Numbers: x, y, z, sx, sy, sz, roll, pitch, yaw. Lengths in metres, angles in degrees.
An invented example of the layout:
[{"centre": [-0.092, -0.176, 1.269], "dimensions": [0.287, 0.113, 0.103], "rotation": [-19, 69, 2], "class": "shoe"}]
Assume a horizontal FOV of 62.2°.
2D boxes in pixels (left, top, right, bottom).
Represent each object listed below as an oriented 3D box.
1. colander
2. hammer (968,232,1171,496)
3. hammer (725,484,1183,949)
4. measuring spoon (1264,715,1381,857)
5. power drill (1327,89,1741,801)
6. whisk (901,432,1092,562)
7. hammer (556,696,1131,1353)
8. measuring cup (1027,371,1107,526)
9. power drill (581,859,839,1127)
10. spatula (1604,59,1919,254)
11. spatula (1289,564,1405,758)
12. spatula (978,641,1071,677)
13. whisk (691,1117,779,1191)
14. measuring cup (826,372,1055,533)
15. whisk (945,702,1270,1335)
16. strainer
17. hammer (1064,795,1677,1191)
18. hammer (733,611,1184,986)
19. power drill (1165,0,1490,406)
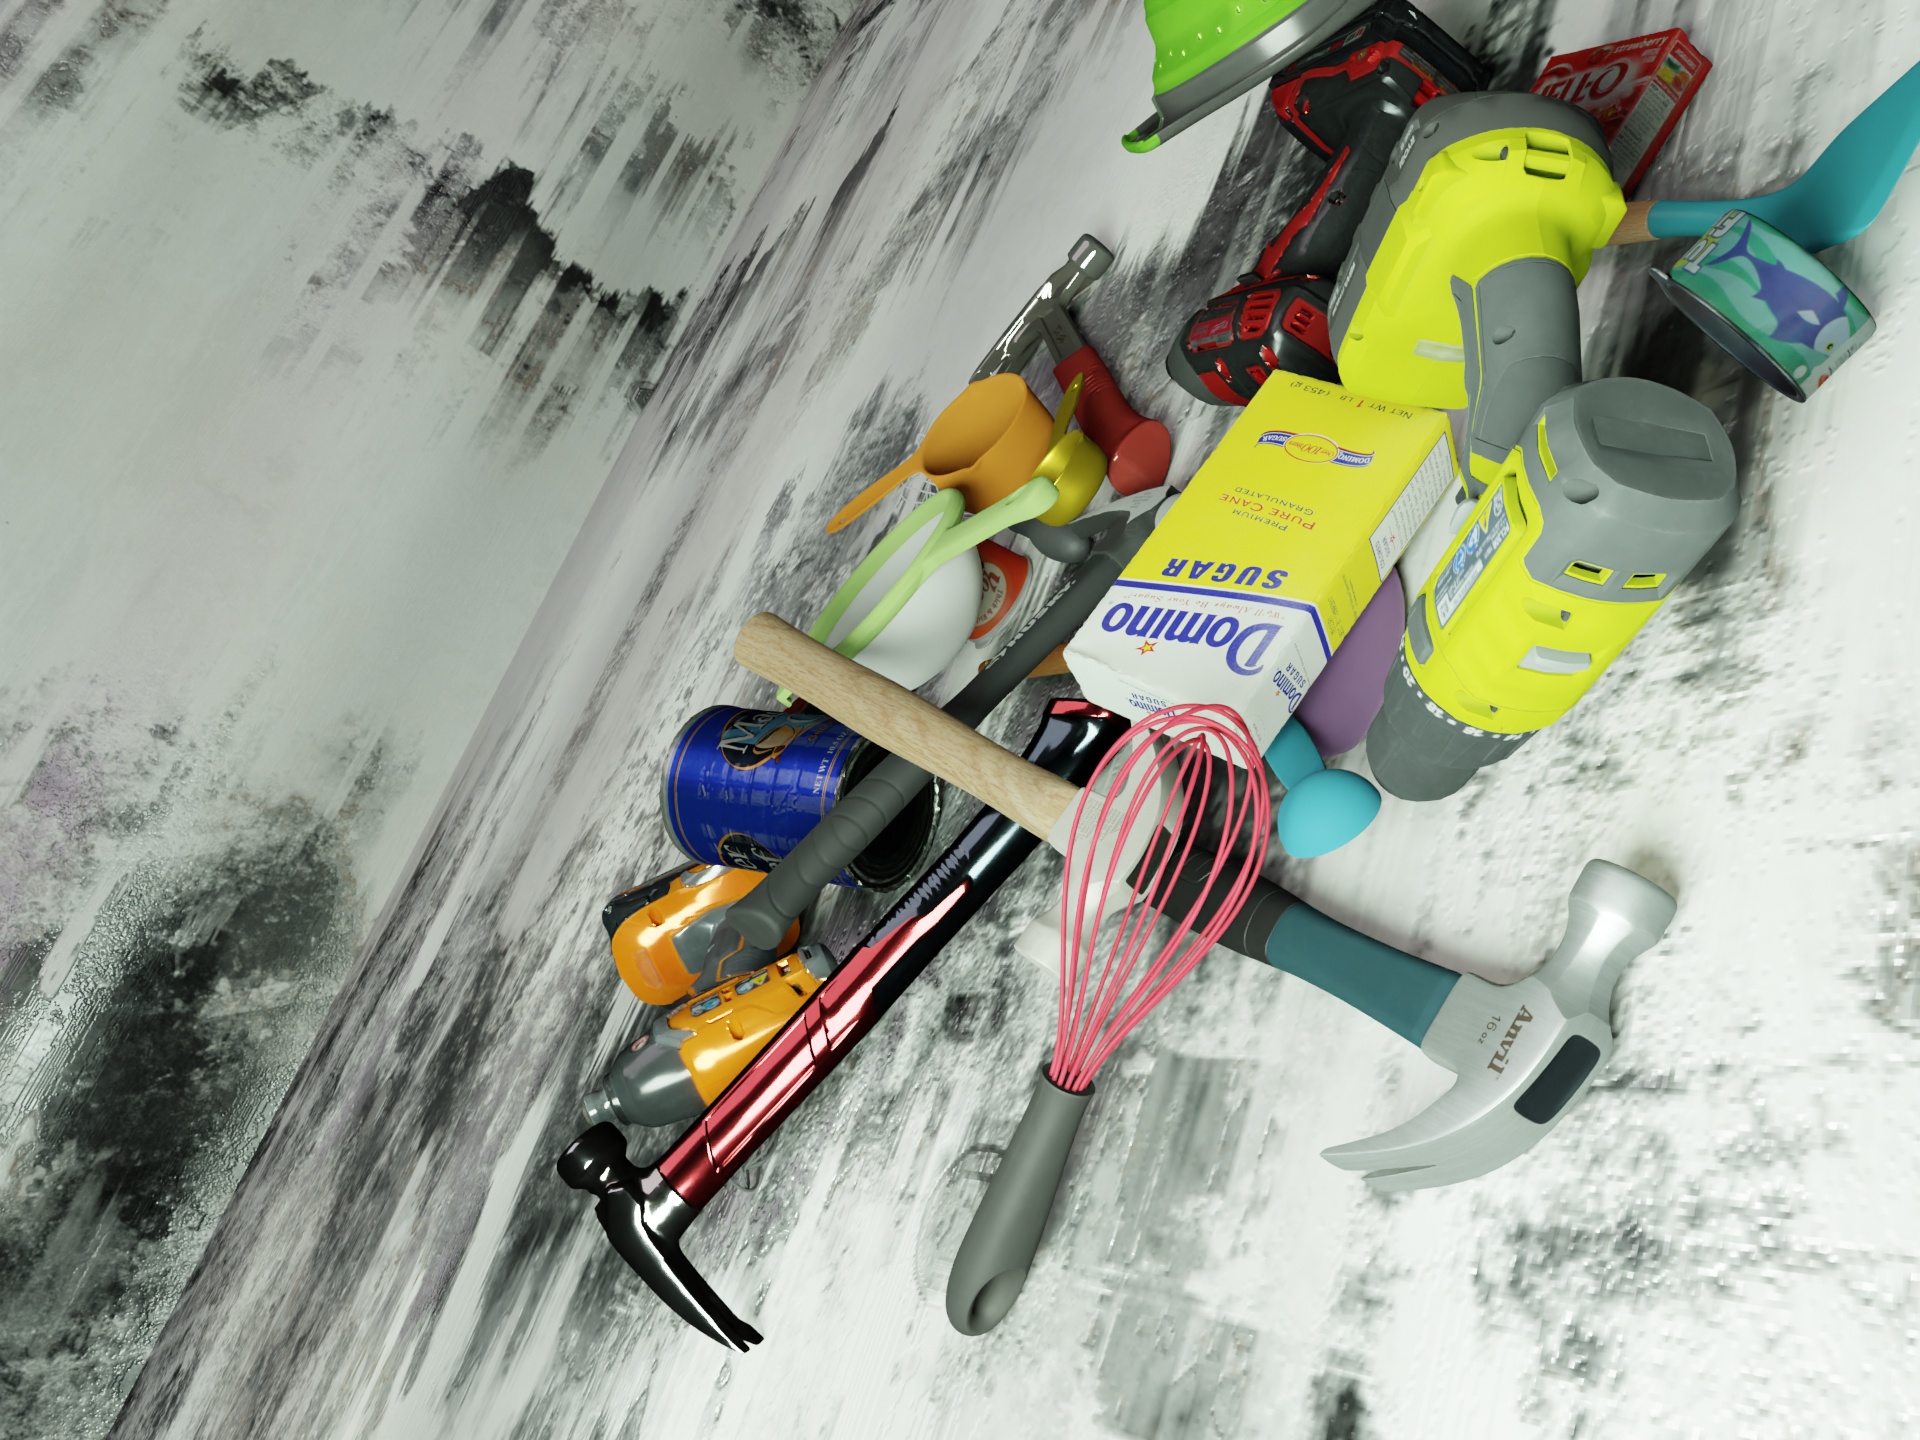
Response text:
[{"centre": [0.235, -0.472, 0.877], "dimensions": [0.397, 0.094, 0.205], "rotation": [-33, 19, 12], "class": "colander"}, {"centre": [0.080, -0.230, 1.105], "dimensions": [0.149, 0.036, 0.359], "rotation": [-50, 24, 20], "class": "hammer"}, {"centre": [-0.001, -0.003, 0.869], "dimensions": [0.335, 0.035, 0.146], "rotation": [-45, 14, -5], "class": "hammer"}, {"centre": [0.136, 0.016, 0.650], "dimensions": [0.042, 0.021, 0.129], "rotation": [-34, 19, 10], "class": "measuring spoon"}, {"centre": [0.192, -0.098, 0.587], "dimensions": [0.190, 0.080, 0.229], "rotation": [106, 169, -56], "class": "power drill"}, {"centre": [0.025, -0.149, 1.100], "dimensions": [0.070, 0.070, 0.285], "rotation": [-57, 28, 5], "class": "whisk"}, {"centre": [-0.037, 0.147, 0.833], "dimensions": [0.386, 0.143, 0.038], "rotation": [-47, -14, 2], "class": "hammer"}, {"centre": [0.072, -0.171, 0.979], "dimensions": [0.062, 0.029, 0.157], "rotation": [-44, 18, 35], "class": "measuring cup"}, {"centre": [-0.161, 0.165, 0.979], "dimensions": [0.164, 0.084, 0.227], "rotation": [-26, 22, -9], "class": "power drill"}, {"centre": [0.271, -0.219, 0.676], "dimensions": [0.082, 0.044, 0.318], "rotation": [-62, 27, -2], "class": "spatula"}, {"centre": [0.197, -0.118, 0.750], "dimensions": [0.060, 0.018, 0.316], "rotation": [-23, 43, 49], "class": "spatula"}, {"centre": [0.085, -0.032, 0.871], "dimensions": [0.081, 0.041, 0.323], "rotation": [-63, 19, -12], "class": "spatula"}, {"centre": [-0.146, 0.216, 1.006], "dimensions": [0.055, 0.055, 0.239], "rotation": [-54, 20, 11], "class": "whisk"}, {"centre": [-0.010, -0.157, 1.052], "dimensions": [0.173, 0.052, 0.095], "rotation": [-31, 37, 27], "class": "measuring cup"}, {"centre": [0.051, 0.128, 0.636], "dimensions": [0.073, 0.073, 0.295], "rotation": [-120, 47, -64], "class": "whisk"}, {"centre": [-0.003, -0.077, 0.934], "dimensions": [0.256, 0.069, 0.151], "rotation": [-22, 31, 56], "class": "strainer"}, {"centre": [0.126, 0.081, 0.634], "dimensions": [0.128, 0.033, 0.331], "rotation": [-59, 23, -3], "class": "hammer"}, {"centre": [-0.017, 0.005, 0.799], "dimensions": [0.332, 0.031, 0.130], "rotation": [29, 80, 46], "class": "hammer"}, {"centre": [0.192, -0.276, 0.889], "dimensions": [0.220, 0.078, 0.143], "rotation": [-65, 23, -6], "class": "power drill"}]
